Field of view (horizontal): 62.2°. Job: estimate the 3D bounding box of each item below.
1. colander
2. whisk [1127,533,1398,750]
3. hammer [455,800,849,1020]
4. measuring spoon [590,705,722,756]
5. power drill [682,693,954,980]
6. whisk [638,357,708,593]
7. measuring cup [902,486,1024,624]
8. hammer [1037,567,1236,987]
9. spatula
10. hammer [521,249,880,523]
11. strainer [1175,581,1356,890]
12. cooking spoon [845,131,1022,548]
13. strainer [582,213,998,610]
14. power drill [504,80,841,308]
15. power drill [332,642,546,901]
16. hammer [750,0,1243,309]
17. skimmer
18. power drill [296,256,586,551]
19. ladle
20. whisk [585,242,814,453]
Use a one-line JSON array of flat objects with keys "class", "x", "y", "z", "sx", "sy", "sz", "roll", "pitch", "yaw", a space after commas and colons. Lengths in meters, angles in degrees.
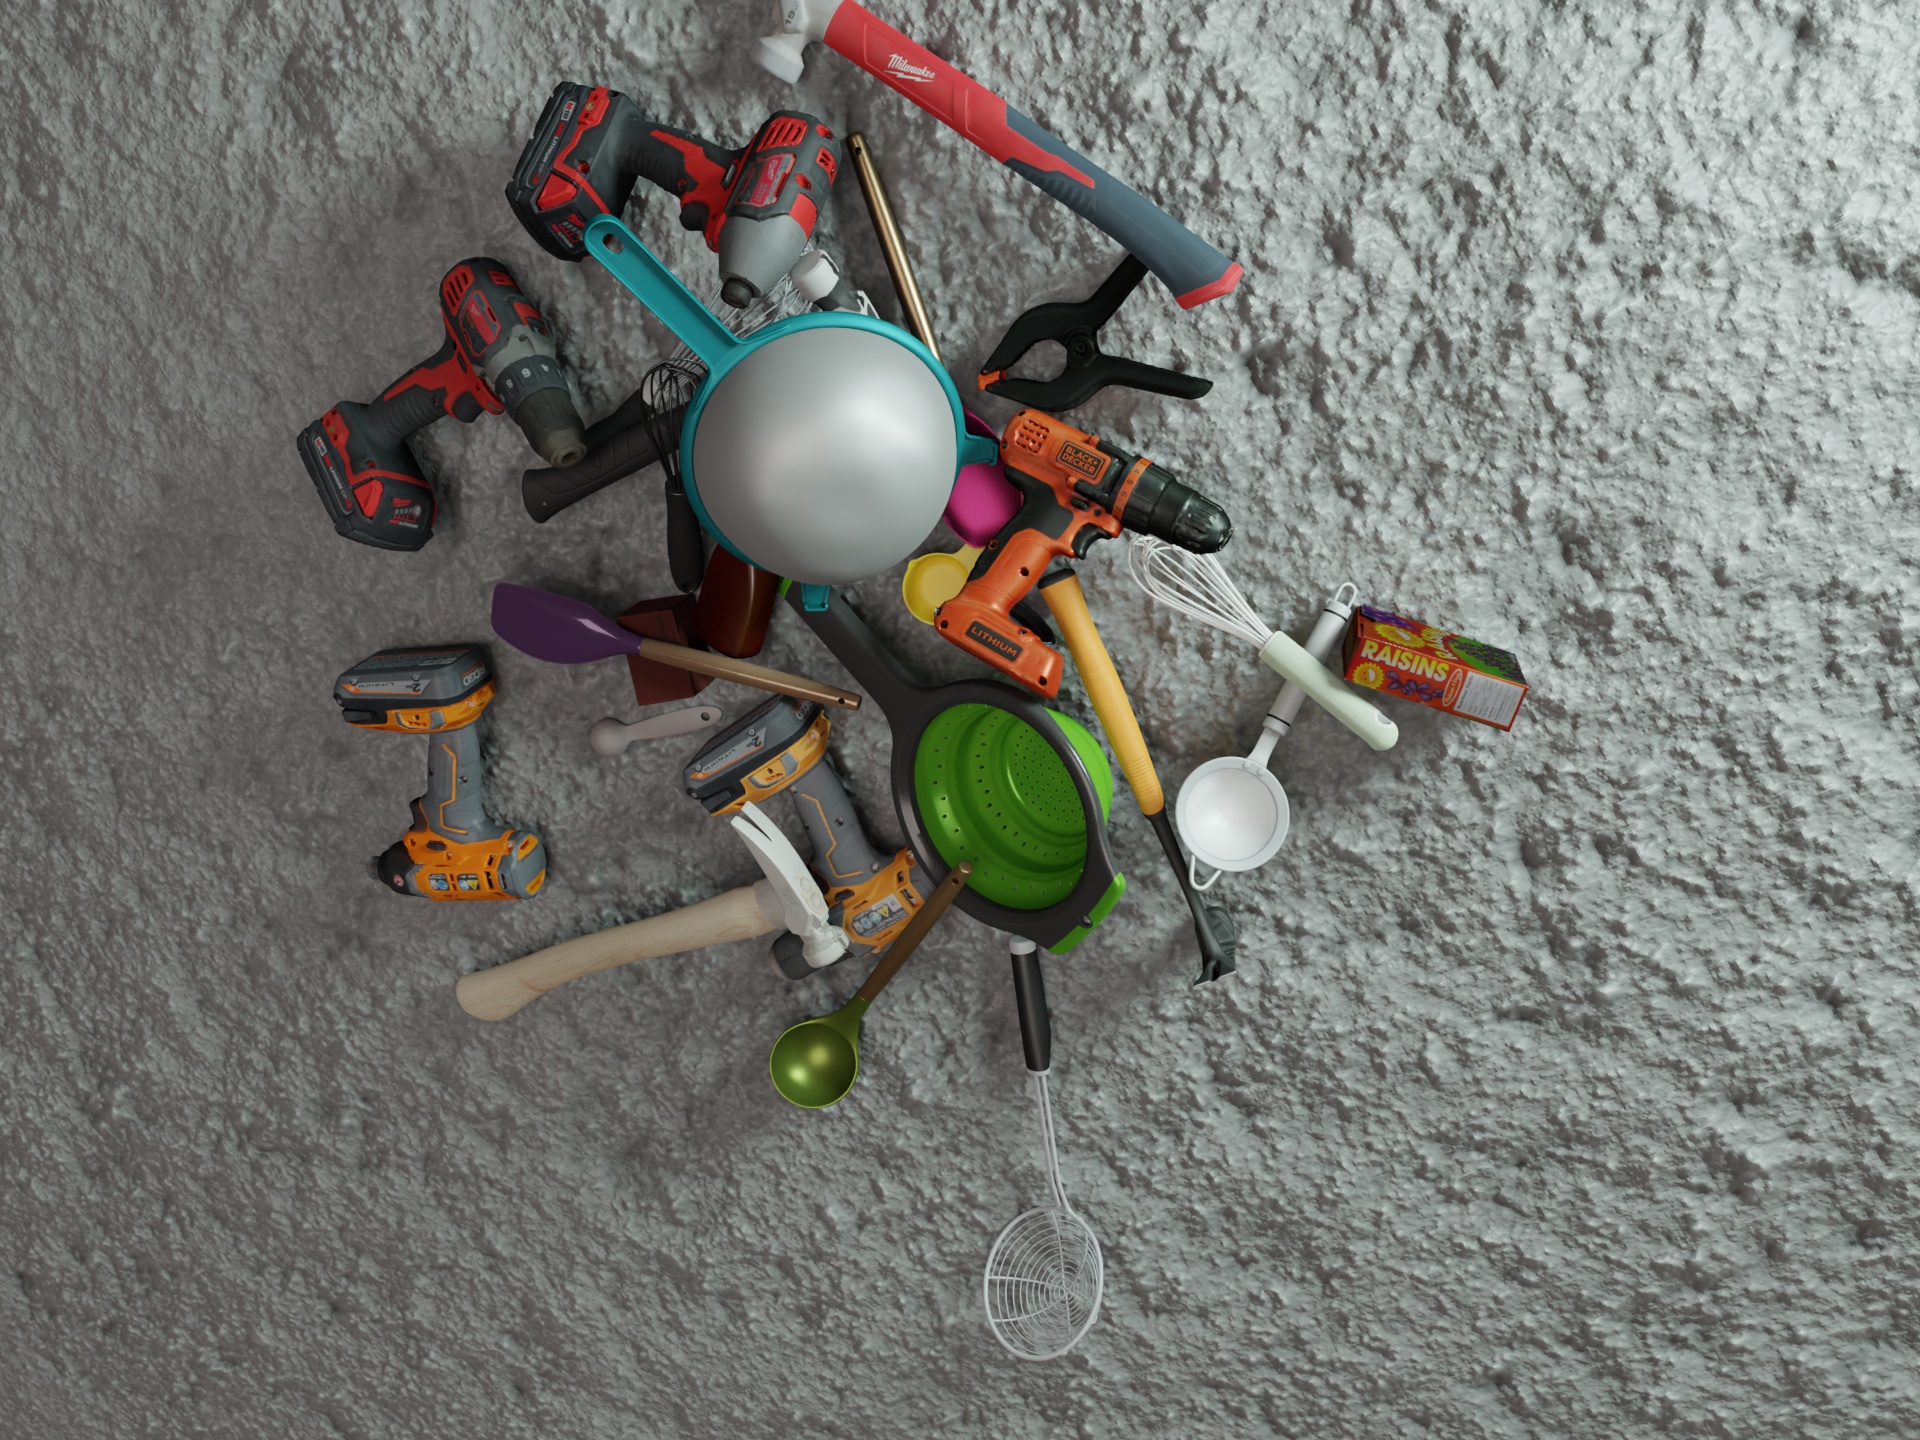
[{"class": "colander", "x": -0.002, "y": -0.004, "z": 1.258, "sx": 0.397, "sy": 0.094, "sz": 0.204, "roll": 49, "pitch": 133, "yaw": 14}, {"class": "whisk", "x": 0.222, "y": -0.061, "z": 1.175, "sx": 0.246, "sy": 0.058, "sz": 0.059, "roll": 41, "pitch": 124, "yaw": 13}, {"class": "hammer", "x": -0.293, "y": 0.185, "z": 1.365, "sx": 0.410, "sy": 0.038, "sz": 0.146, "roll": -19, "pitch": 111, "yaw": 30}, {"class": "measuring spoon", "x": -0.261, "y": 0.007, "z": 1.353, "sx": 0.124, "sy": 0.018, "sz": 0.034, "roll": -12, "pitch": 105, "yaw": 16}, {"class": "power drill", "x": -0.133, "y": 0.105, "z": 1.326, "sx": 0.185, "sy": 0.084, "sz": 0.226, "roll": -32, "pitch": 103, "yaw": 22}, {"class": "whisk", "x": -0.212, "y": -0.181, "z": 1.218, "sx": 0.055, "sy": 0.055, "sz": 0.238, "roll": 17, "pitch": 143, "yaw": 7}, {"class": "measuring cup", "x": 0.018, "y": -0.139, "z": 1.242, "sx": 0.062, "sy": 0.029, "sz": 0.156, "roll": 44, "pitch": 100, "yaw": 2}, {"class": "hammer", "x": 0.137, "y": 0.041, "z": 1.230, "sx": 0.034, "sy": 0.127, "sz": 0.337, "roll": -23, "pitch": 96, "yaw": 13}, {"class": "spatula", "x": -0.230, "y": -0.050, "z": 1.270, "sx": 0.316, "sy": 0.018, "sz": 0.059, "roll": 14, "pitch": 111, "yaw": 9}, {"class": "hammer", "x": -0.201, "y": -0.228, "z": 1.221, "sx": 0.335, "sy": 0.035, "sz": 0.146, "roll": -22, "pitch": 135, "yaw": 22}, {"class": "strainer", "x": 0.235, "y": 0.011, "z": 1.198, "sx": 0.087, "sy": 0.050, "sz": 0.258, "roll": 28, "pitch": 90, "yaw": -1}, {"class": "cooking spoon", "x": -0.025, "y": -0.283, "z": 1.195, "sx": 0.069, "sy": 0.017, "sz": 0.319, "roll": -17, "pitch": 100, "yaw": 14}, {"class": "strainer", "x": -0.126, "y": -0.208, "z": 1.092, "sx": 0.211, "sy": 0.095, "sz": 0.340, "roll": -39, "pitch": 128, "yaw": 12}, {"class": "power drill", "x": -0.204, "y": -0.373, "z": 1.136, "sx": 0.220, "sy": 0.078, "sz": 0.143, "roll": 16, "pitch": 78, "yaw": 20}, {"class": "power drill", "x": -0.464, "y": 0.054, "z": 1.383, "sx": 0.164, "sy": 0.084, "sz": 0.226, "roll": -3, "pitch": 111, "yaw": 14}, {"class": "hammer", "x": 0.041, "y": -0.424, "z": 1.115, "sx": 0.386, "sy": 0.038, "sz": 0.143, "roll": 36, "pitch": 111, "yaw": 5}, {"class": "skimmer", "x": 0.056, "y": 0.365, "z": 1.360, "sx": 0.127, "sy": 0.090, "sz": 0.363, "roll": 6, "pitch": 110, "yaw": 44}, {"class": "power drill", "x": -0.399, "y": -0.227, "z": 1.248, "sx": 0.226, "sy": 0.080, "sz": 0.188, "roll": -38, "pitch": 71, "yaw": 19}, {"class": "ladle", "x": -0.071, "y": 0.220, "z": 1.317, "sx": 0.078, "sy": 0.062, "sz": 0.320, "roll": 35, "pitch": 129, "yaw": 0}, {"class": "whisk", "x": -0.214, "y": -0.274, "z": 1.231, "sx": 0.284, "sy": 0.070, "sz": 0.070, "roll": -35, "pitch": 97, "yaw": 26}]
